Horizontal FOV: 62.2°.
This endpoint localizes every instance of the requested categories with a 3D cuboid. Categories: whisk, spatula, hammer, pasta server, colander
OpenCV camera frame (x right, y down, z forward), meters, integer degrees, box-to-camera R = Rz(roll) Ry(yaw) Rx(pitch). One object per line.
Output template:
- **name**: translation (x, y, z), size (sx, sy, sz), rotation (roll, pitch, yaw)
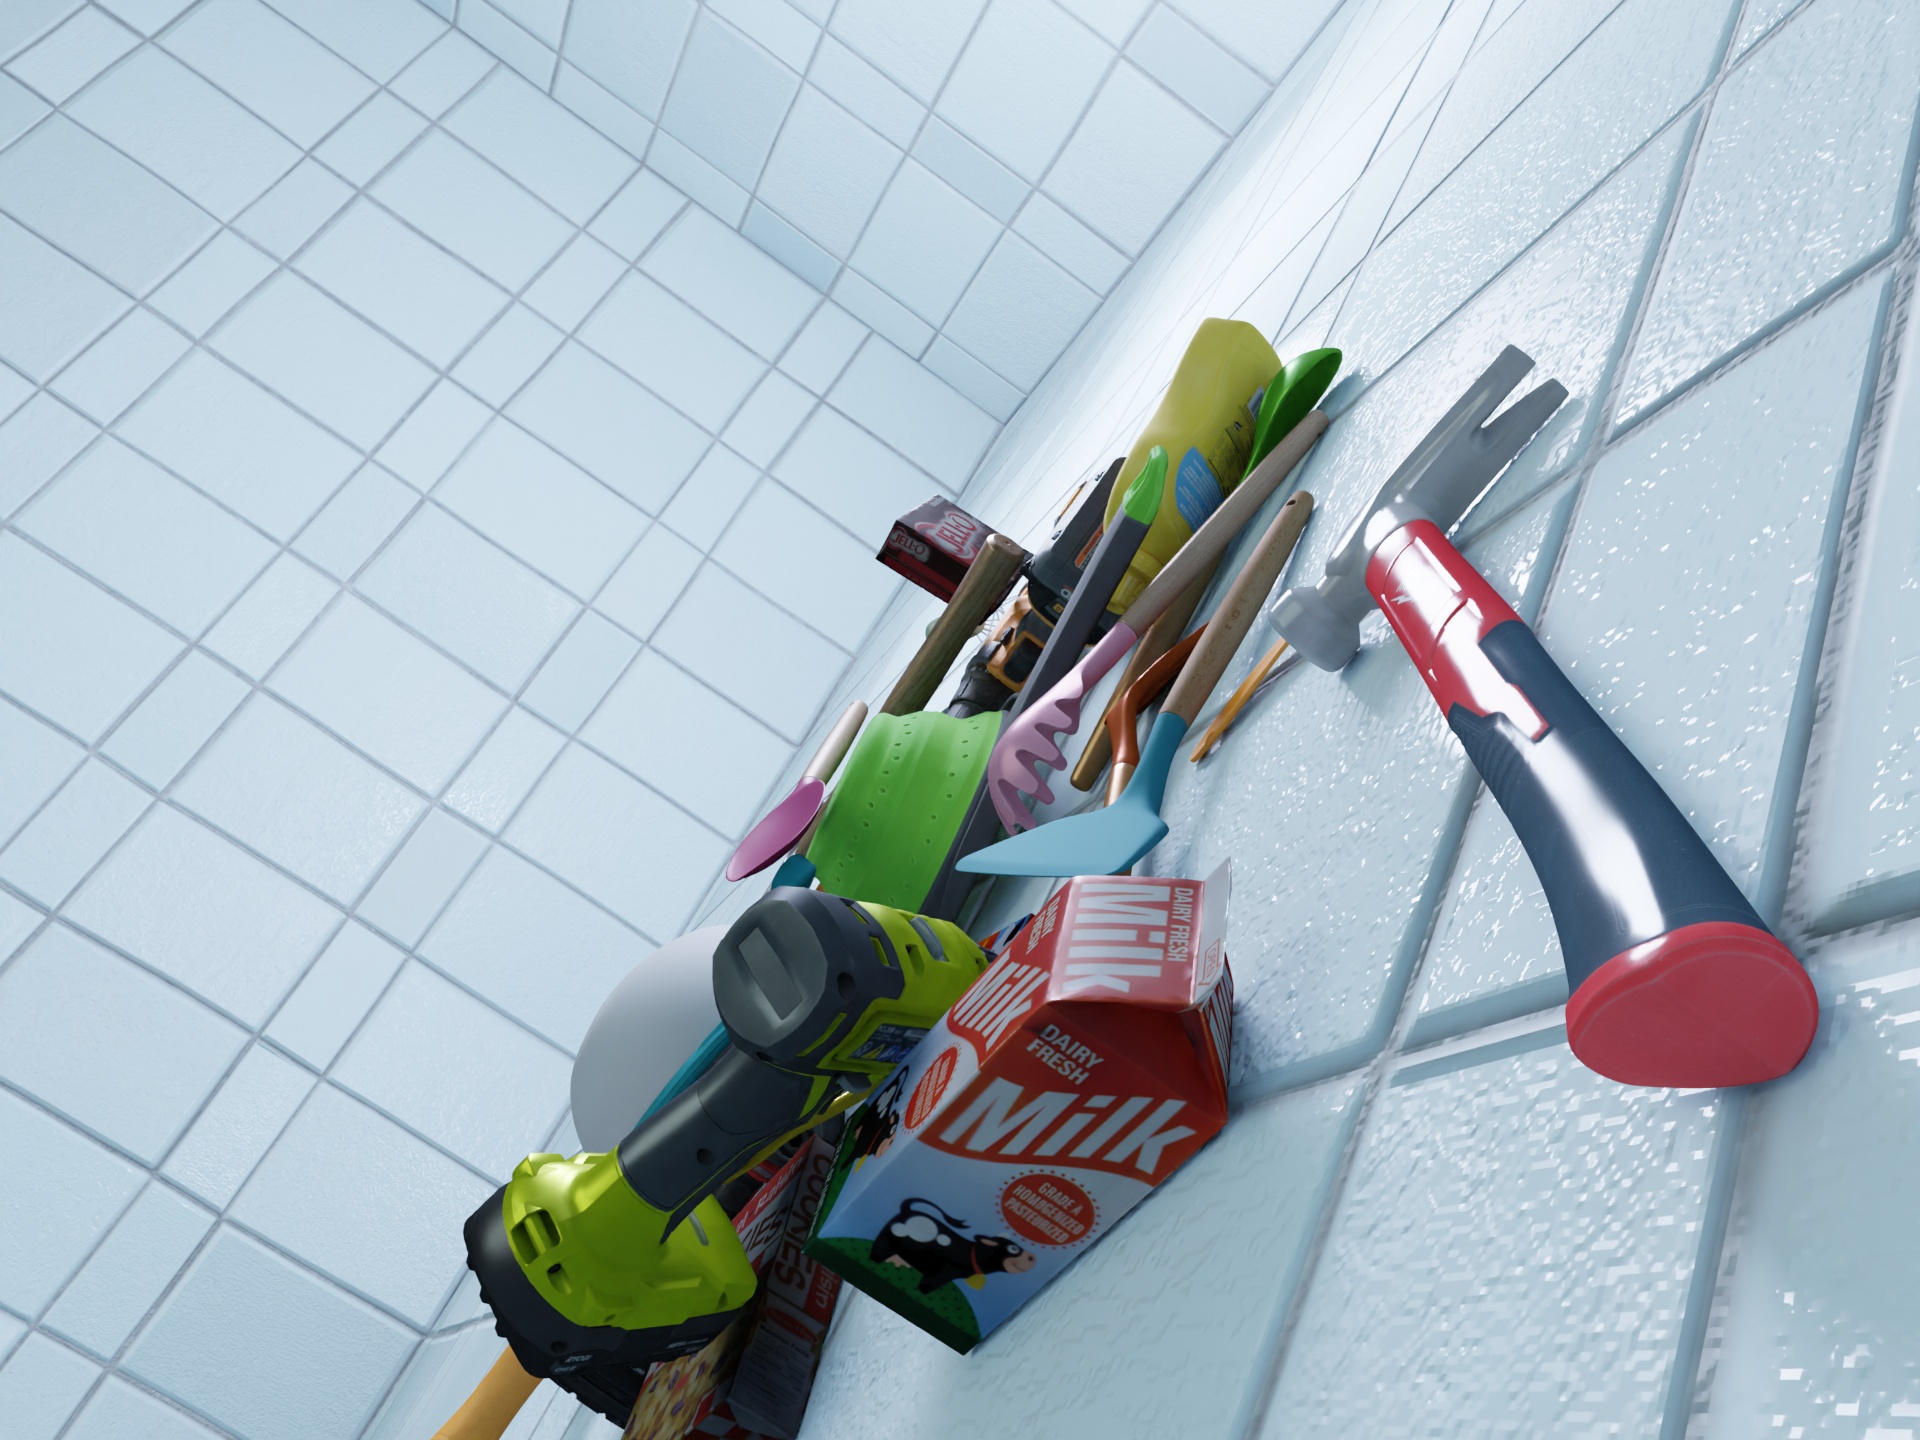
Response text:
- **whisk**: translation (0.008, -0.078, 1.218), size (0.058, 0.059, 0.246), rotation (-35, 1, 14)
- **spatula**: translation (0.108, -0.024, 0.750), size (0.082, 0.044, 0.318), rotation (-2, 39, 39)
- **spatula**: translation (0.084, 0.044, 0.754), size (0.081, 0.041, 0.323), rotation (-52, 12, 35)
- **hammer**: translation (-0.170, 0.257, 0.846), size (0.337, 0.034, 0.127), rotation (-54, -6, -3)
- **hammer**: translation (-0.052, 0.011, 1.096), size (0.331, 0.031, 0.130), rotation (-56, 4, 24)
- **hammer**: translation (0.168, -0.023, 0.469), size (0.143, 0.038, 0.386), rotation (-51, 9, 19)
- **pasta server**: translation (0.115, -0.063, 0.879), size (0.316, 0.040, 0.060), rotation (-47, -18, -18)
- **colander**: translation (-0.002, -0.003, 0.954), size (0.205, 0.094, 0.397), rotation (-72, 8, -63)

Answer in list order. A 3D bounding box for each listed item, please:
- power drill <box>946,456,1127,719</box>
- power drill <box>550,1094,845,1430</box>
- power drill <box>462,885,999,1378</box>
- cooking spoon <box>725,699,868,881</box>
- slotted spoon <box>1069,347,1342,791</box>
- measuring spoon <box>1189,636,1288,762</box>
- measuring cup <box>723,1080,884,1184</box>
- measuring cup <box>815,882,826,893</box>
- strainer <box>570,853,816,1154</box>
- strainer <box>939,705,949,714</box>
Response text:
- **power drill**: translation (0.058, -0.060, 1.100), size (0.185, 0.084, 0.226), rotation (-55, 3, -30)
- **power drill**: translation (-0.148, 0.292, 0.931), size (0.220, 0.078, 0.143), rotation (-53, 7, -5)
- **power drill**: translation (-0.076, 0.168, 0.666), size (0.228, 0.080, 0.190), rotation (-45, -32, 12)
- **cooking spoon**: translation (-0.088, 0.034, 0.986), size (0.069, 0.017, 0.319), rotation (-36, 9, 14)
- **slotted spoon**: translation (0.143, -0.094, 0.936), size (0.314, 0.031, 0.070), rotation (-60, -15, -13)
- **measuring spoon**: translation (0.141, -0.021, 0.729), size (0.117, 0.011, 0.021), rotation (-55, 2, 29)
- **measuring cup**: translation (-0.077, 0.189, 0.808), size (0.156, 0.029, 0.062), rotation (-15, -32, -51)
- **measuring cup**: translation (-0.066, 0.108, 1.145), size (0.095, 0.052, 0.173), rotation (-59, 2, -7)
- **strainer**: translation (-0.162, 0.164, 0.975), size (0.211, 0.095, 0.340), rotation (-40, -18, -41)
- **strainer**: translation (0.034, -0.024, 1.235), size (0.258, 0.050, 0.086), rotation (-50, -24, -20)
